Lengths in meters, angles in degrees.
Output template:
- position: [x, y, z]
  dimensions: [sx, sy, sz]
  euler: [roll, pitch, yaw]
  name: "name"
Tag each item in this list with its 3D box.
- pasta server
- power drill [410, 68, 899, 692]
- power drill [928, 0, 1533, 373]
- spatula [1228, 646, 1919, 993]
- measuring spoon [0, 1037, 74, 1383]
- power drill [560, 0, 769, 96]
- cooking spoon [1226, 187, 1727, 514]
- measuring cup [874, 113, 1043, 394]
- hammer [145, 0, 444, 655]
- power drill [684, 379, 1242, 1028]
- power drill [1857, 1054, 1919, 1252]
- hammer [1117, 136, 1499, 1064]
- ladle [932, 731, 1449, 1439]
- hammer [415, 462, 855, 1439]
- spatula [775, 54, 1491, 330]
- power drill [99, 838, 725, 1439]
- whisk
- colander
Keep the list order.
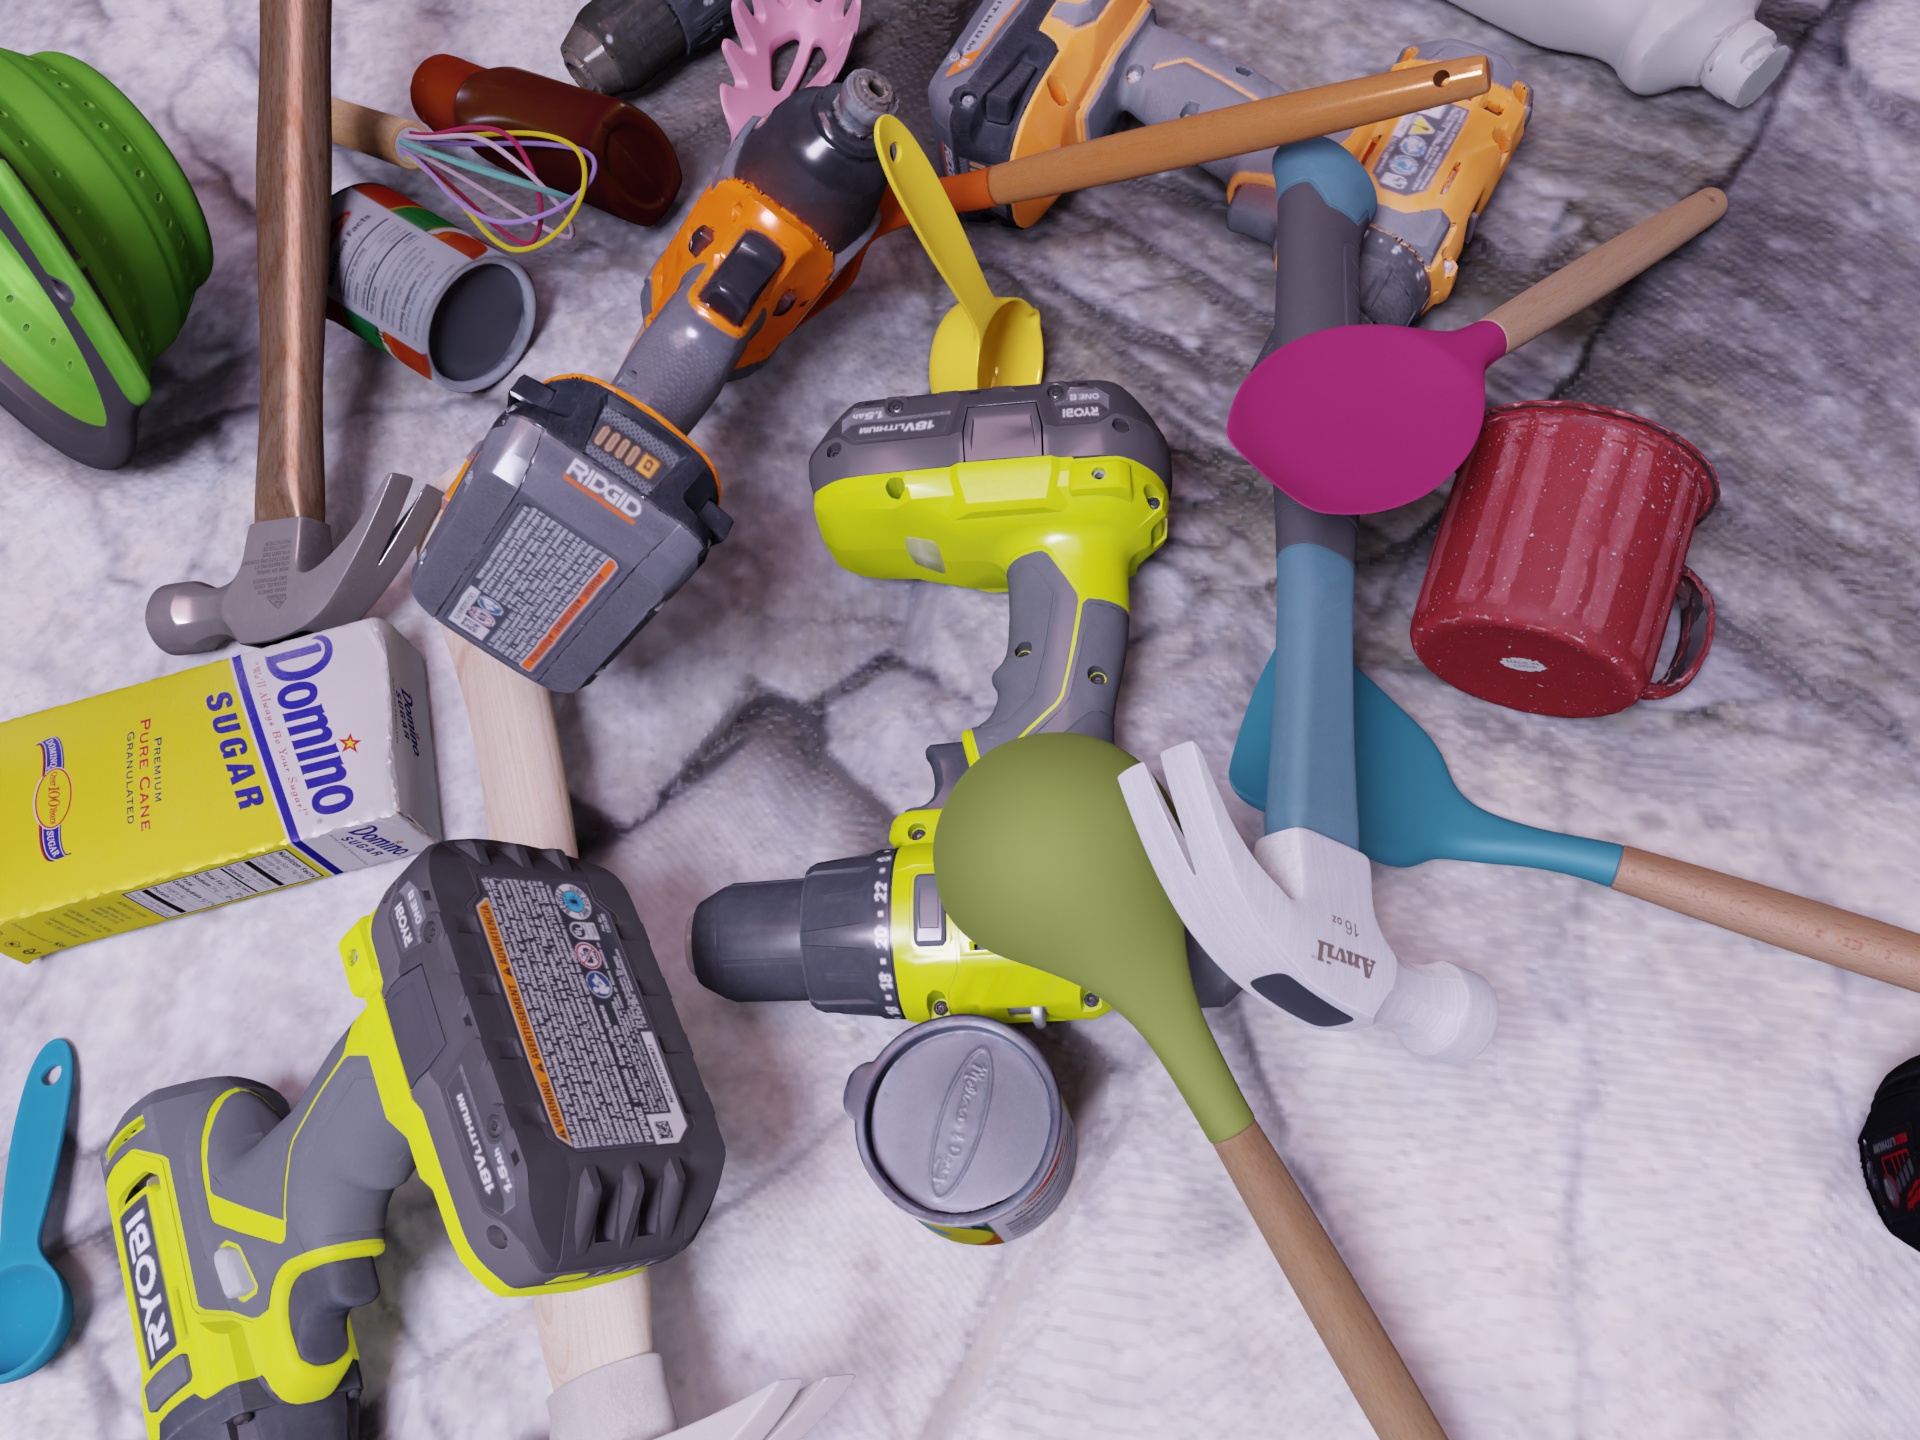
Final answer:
- position: [-0.119, -0.215, 0.718]
  dimensions: [0.060, 0.040, 0.316]
  euler: [19, 71, 6]
  name: "pasta server"
- position: [-0.098, -0.135, 0.581]
  dimensions: [0.084, 0.164, 0.227]
  euler: [35, 55, -16]
  name: "power drill"
- position: [0.099, -0.223, 0.664]
  dimensions: [0.226, 0.084, 0.185]
  euler: [25, 74, 15]
  name: "power drill"
- position: [0.247, 0.052, 0.528]
  dimensions: [0.317, 0.044, 0.082]
  euler: [18, 54, 16]
  name: "spatula"
- position: [-0.339, 0.180, 0.588]
  dimensions: [0.042, 0.021, 0.129]
  euler: [-14, 55, 4]
  name: "measuring spoon"
- position: [-0.172, -0.420, 0.803]
  dimensions: [0.188, 0.080, 0.227]
  euler: [-44, 69, -11]
  name: "power drill"
- position: [0.201, -0.143, 0.568]
  dimensions: [0.319, 0.017, 0.069]
  euler: [-33, 69, -34]
  name: "cooking spoon"
- position: [-0.009, -0.170, 0.614]
  dimensions: [0.029, 0.156, 0.062]
  euler: [12, 65, 30]
  name: "measuring cup"
- position: [-0.281, -0.195, 0.673]
  dimensions: [0.130, 0.031, 0.331]
  euler: [-4, 83, 21]
  name: "hammer"
- position: [-0.001, -0.002, 0.579]
  dimensions: [0.190, 0.080, 0.229]
  euler: [-4, 68, 7]
  name: "power drill"
- position: [0.272, 0.208, 0.437]
  dimensions: [0.143, 0.078, 0.220]
  euler: [28, 76, 21]
  name: "power drill"
- position: [0.119, -0.063, 0.527]
  dimensions: [0.128, 0.033, 0.331]
  euler: [22, 60, -27]
  name: "hammer"
- position: [0.092, 0.145, 0.477]
  dimensions: [0.078, 0.062, 0.320]
  euler: [-30, 85, -10]
  name: "ladle"
- position: [-0.144, 0.064, 0.568]
  dimensions: [0.146, 0.038, 0.411]
  euler: [-34, 57, 26]
  name: "hammer"
- position: [0.039, -0.212, 0.617]
  dimensions: [0.323, 0.041, 0.081]
  euler: [-3, 97, 28]
  name: "spatula"
- position: [-0.181, 0.156, 0.494]
  dimensions: [0.223, 0.080, 0.171]
  euler: [-42, 60, 24]
  name: "power drill"
- position: [-0.244, -0.257, 0.728]
  dimensions: [0.051, 0.047, 0.245]
  euler: [-14, 33, -42]
  name: "whisk"
- position: [-0.460, -0.239, 0.735]
  dimensions: [0.397, 0.204, 0.094]
  euler: [18, 51, 36]
  name: "colander"
